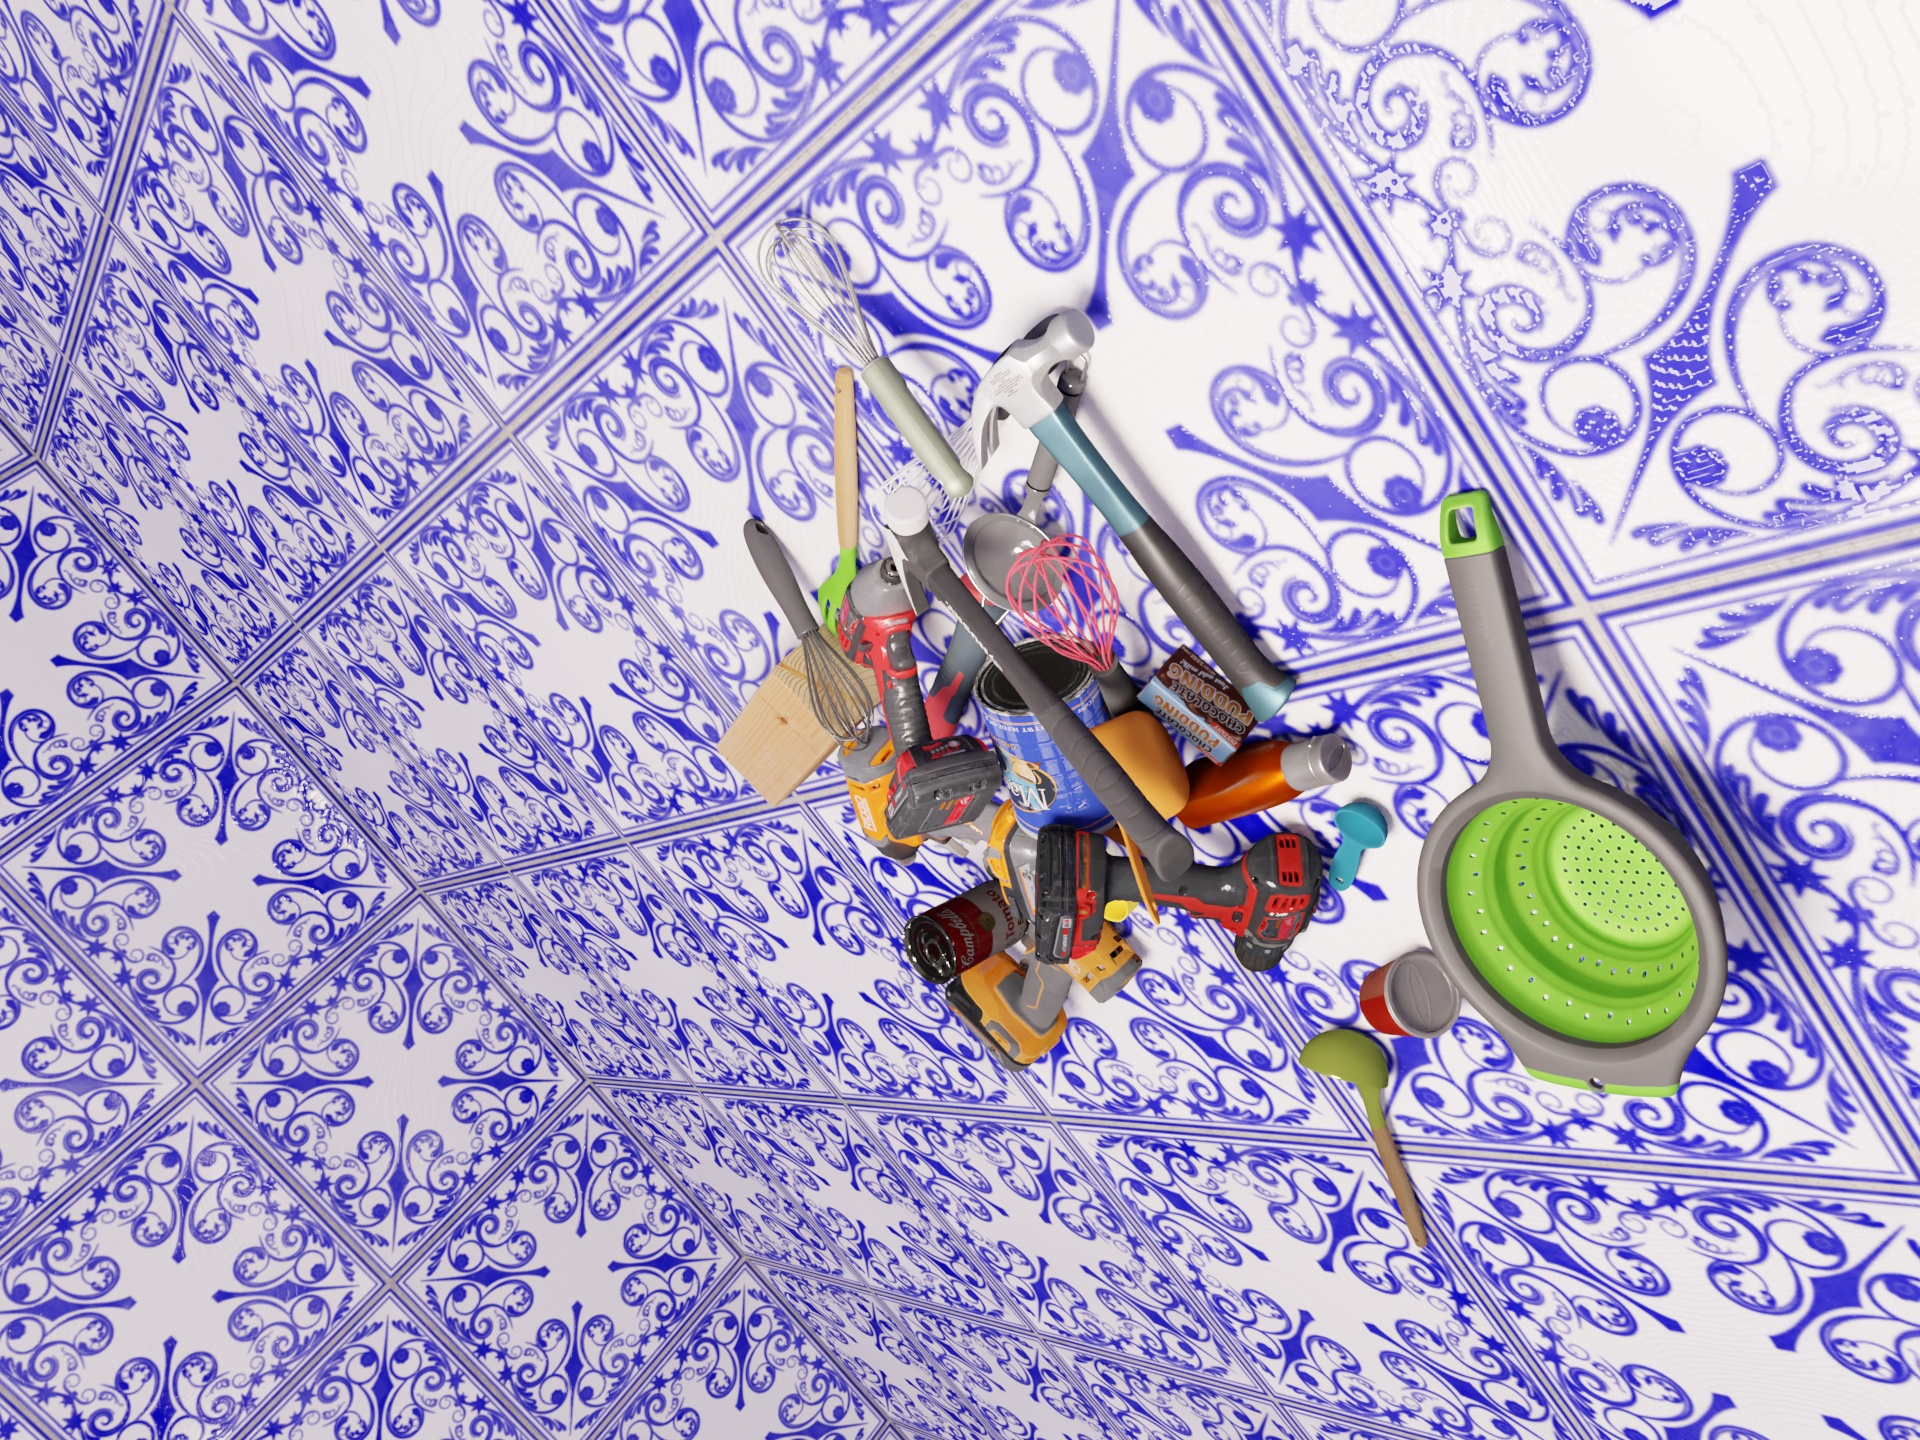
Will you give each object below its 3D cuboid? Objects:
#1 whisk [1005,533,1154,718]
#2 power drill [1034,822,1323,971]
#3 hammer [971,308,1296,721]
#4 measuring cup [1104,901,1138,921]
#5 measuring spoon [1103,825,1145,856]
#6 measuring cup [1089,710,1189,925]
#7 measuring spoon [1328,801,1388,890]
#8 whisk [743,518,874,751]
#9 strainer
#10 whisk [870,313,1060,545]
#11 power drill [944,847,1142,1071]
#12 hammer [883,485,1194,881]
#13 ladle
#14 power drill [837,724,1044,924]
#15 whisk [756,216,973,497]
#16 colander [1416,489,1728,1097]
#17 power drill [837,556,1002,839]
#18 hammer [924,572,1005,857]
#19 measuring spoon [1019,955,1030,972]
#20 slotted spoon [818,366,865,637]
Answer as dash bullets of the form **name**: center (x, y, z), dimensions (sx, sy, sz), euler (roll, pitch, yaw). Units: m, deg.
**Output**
- **whisk**: center (0.100, -0.052, 1.164), dimensions (0.073, 0.073, 0.295), euler (25, 167, 28)
- **power drill**: center (0.175, 0.155, 1.303), dimensions (0.226, 0.080, 0.187), euler (1, 148, 2)
- **hammer**: center (0.130, -0.126, 1.109), dimensions (0.128, 0.033, 0.330), euler (-24, 115, 43)
- **measuring cup**: center (0.115, 0.110, 1.451), dimensions (0.062, 0.029, 0.156), euler (-23, 98, 57)
- **measuring spoon**: center (0.160, 0.109, 1.405), dimensions (0.117, 0.011, 0.021), euler (27, 145, 32)
- **measuring cup**: center (0.144, 0.069, 1.180), dimensions (0.052, 0.174, 0.095), euler (-27, 141, 18)
- **measuring spoon**: center (0.304, 0.097, 1.225), dimensions (0.042, 0.021, 0.128), euler (31, 155, 19)
- **whisk**: center (-0.141, -0.079, 1.439), dimensions (0.239, 0.055, 0.055), euler (62, 150, 10)
- **strainer**: center (0.057, -0.167, 1.171), dimensions (0.087, 0.050, 0.258), euler (30, 141, 10)
- **whisk**: center (0.008, -0.208, 1.167), dimensions (0.070, 0.070, 0.284), euler (45, 144, -1)
- **power drill**: center (0.063, 0.231, 1.577), dimensions (0.185, 0.084, 0.226), euler (46, 139, 12)
- **hammer**: center (0.054, -0.019, 1.157), dimensions (0.335, 0.035, 0.146), euler (51, 171, 18)
- **ladle**: center (0.379, 0.391, 1.443), dimensions (0.078, 0.062, 0.319), euler (13, 139, 44)
- **power drill**: center (0.000, 0.103, 1.453), dimensions (0.227, 0.084, 0.164), euler (19, 144, 29)
- **whisk**: center (-0.066, -0.262, 1.148), dimensions (0.246, 0.059, 0.058), euler (55, 178, 5)
- **colander**: center (0.384, 0.038, 1.011), dimensions (0.204, 0.094, 0.397), euler (-4, 106, 51)
- **power drill**: center (-0.043, -0.025, 1.314), dimensions (0.143, 0.078, 0.220), euler (120, 134, -64)
- **hammer**: center (-0.002, -0.005, 1.429), dimensions (0.143, 0.038, 0.386), euler (38, 148, 8)
- **measuring spoon**: center (0.107, 0.246, 1.624), dimensions (0.124, 0.018, 0.034), euler (-20, 104, 49)
- **slotted spoon**: center (-0.098, -0.171, 1.356), dimensions (0.070, 0.031, 0.313), euler (31, 145, 21)
